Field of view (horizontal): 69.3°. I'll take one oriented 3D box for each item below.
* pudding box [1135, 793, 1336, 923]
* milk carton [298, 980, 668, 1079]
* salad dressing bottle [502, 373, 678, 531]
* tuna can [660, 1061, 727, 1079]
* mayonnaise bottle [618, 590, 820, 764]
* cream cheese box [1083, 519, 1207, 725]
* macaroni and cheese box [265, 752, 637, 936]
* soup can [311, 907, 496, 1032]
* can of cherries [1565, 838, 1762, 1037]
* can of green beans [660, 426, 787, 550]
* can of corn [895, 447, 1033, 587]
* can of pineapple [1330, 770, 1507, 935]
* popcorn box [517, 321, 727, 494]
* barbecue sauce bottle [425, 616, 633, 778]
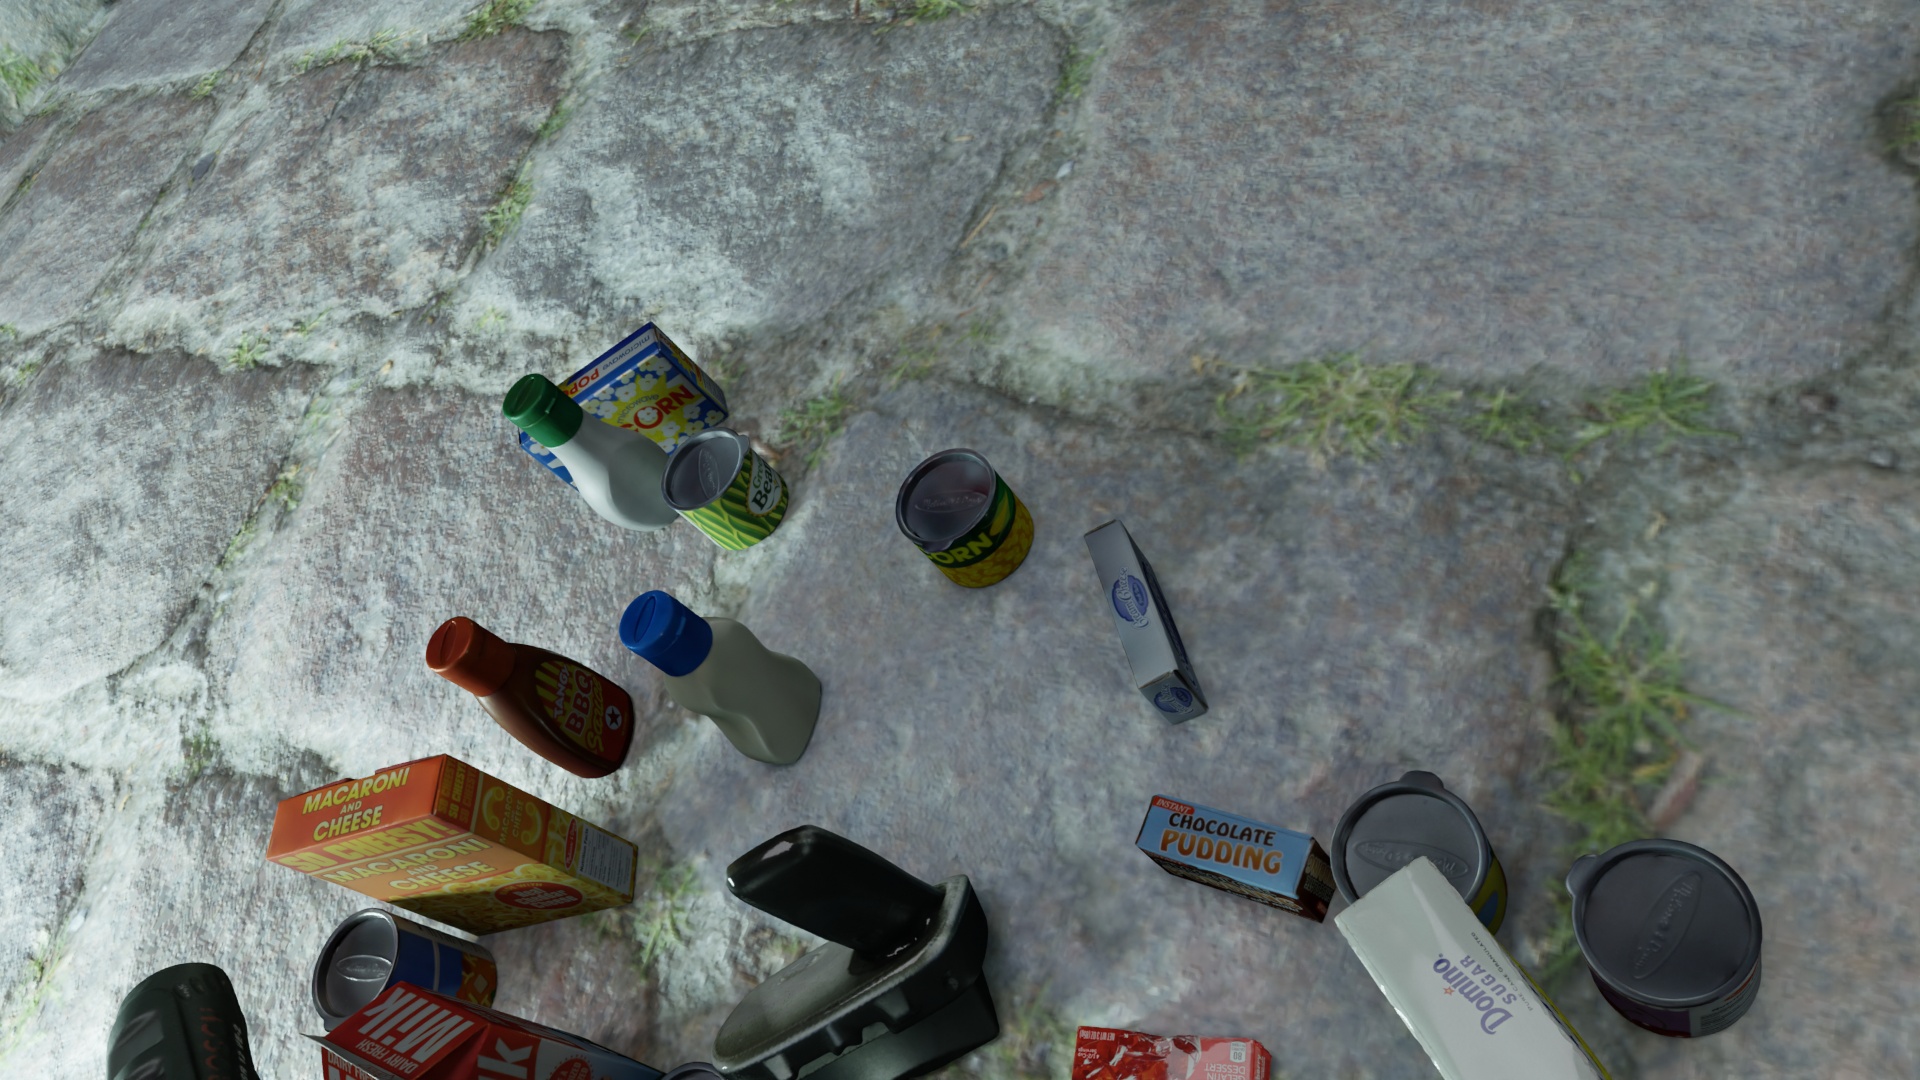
[{"bbox_3d":[0.132,0.150,0.661,0.084,0.049,0.030,11,67,35],"label":"pudding box"},{"bbox_3d":[-0.240,0.279,0.702,0.072,0.190,0.074,7,65,34],"label":"milk carton"},{"bbox_3d":[-0.250,-0.060,0.954,0.044,0.147,0.064,9,66,34],"label":"salad dressing bottle"},{"bbox_3d":[-0.136,0.310,0.726,0.071,0.032,0.071,-15,54,22],"label":"tuna can"},{"bbox_3d":[-0.137,0.076,0.800,0.041,0.147,0.065,-1,61,30],"label":"mayonnaise bottle"},{"bbox_3d":[0.099,0.044,0.746,0.024,0.053,0.104,-27,51,14],"label":"cream cheese box"},{"bbox_3d":[-0.291,0.181,0.811,0.123,0.166,0.040,-17,54,21],"label":"macaroni and cheese box"},{"bbox_3d":[-0.334,0.268,0.835,0.071,0.083,0.071,-15,55,22],"label":"soup can"},{"bbox_3d":[0.284,0.159,0.561,0.071,0.058,0.072,-15,55,22],"label":"can of cherries"},{"bbox_3d":[-0.160,-0.035,0.945,0.071,0.057,0.071,-15,55,22],"label":"can of green beans"},{"bbox_3d":[0.003,-0.010,0.834,0.071,0.058,0.071,-15,55,22],"label":"can of corn"},{"bbox_3d":[0.205,0.146,0.616,0.071,0.057,0.071,-15,55,22],"label":"can of pineapple"},{"bbox_3d":[-0.246,-0.092,1.014,0.126,0.085,0.038,-33,50,9],"label":"popcorn box"},{"bbox_3d":[-0.266,0.095,0.864,0.043,0.148,0.065,-15,55,22],"label":"barbecue sauce bottle"}]
